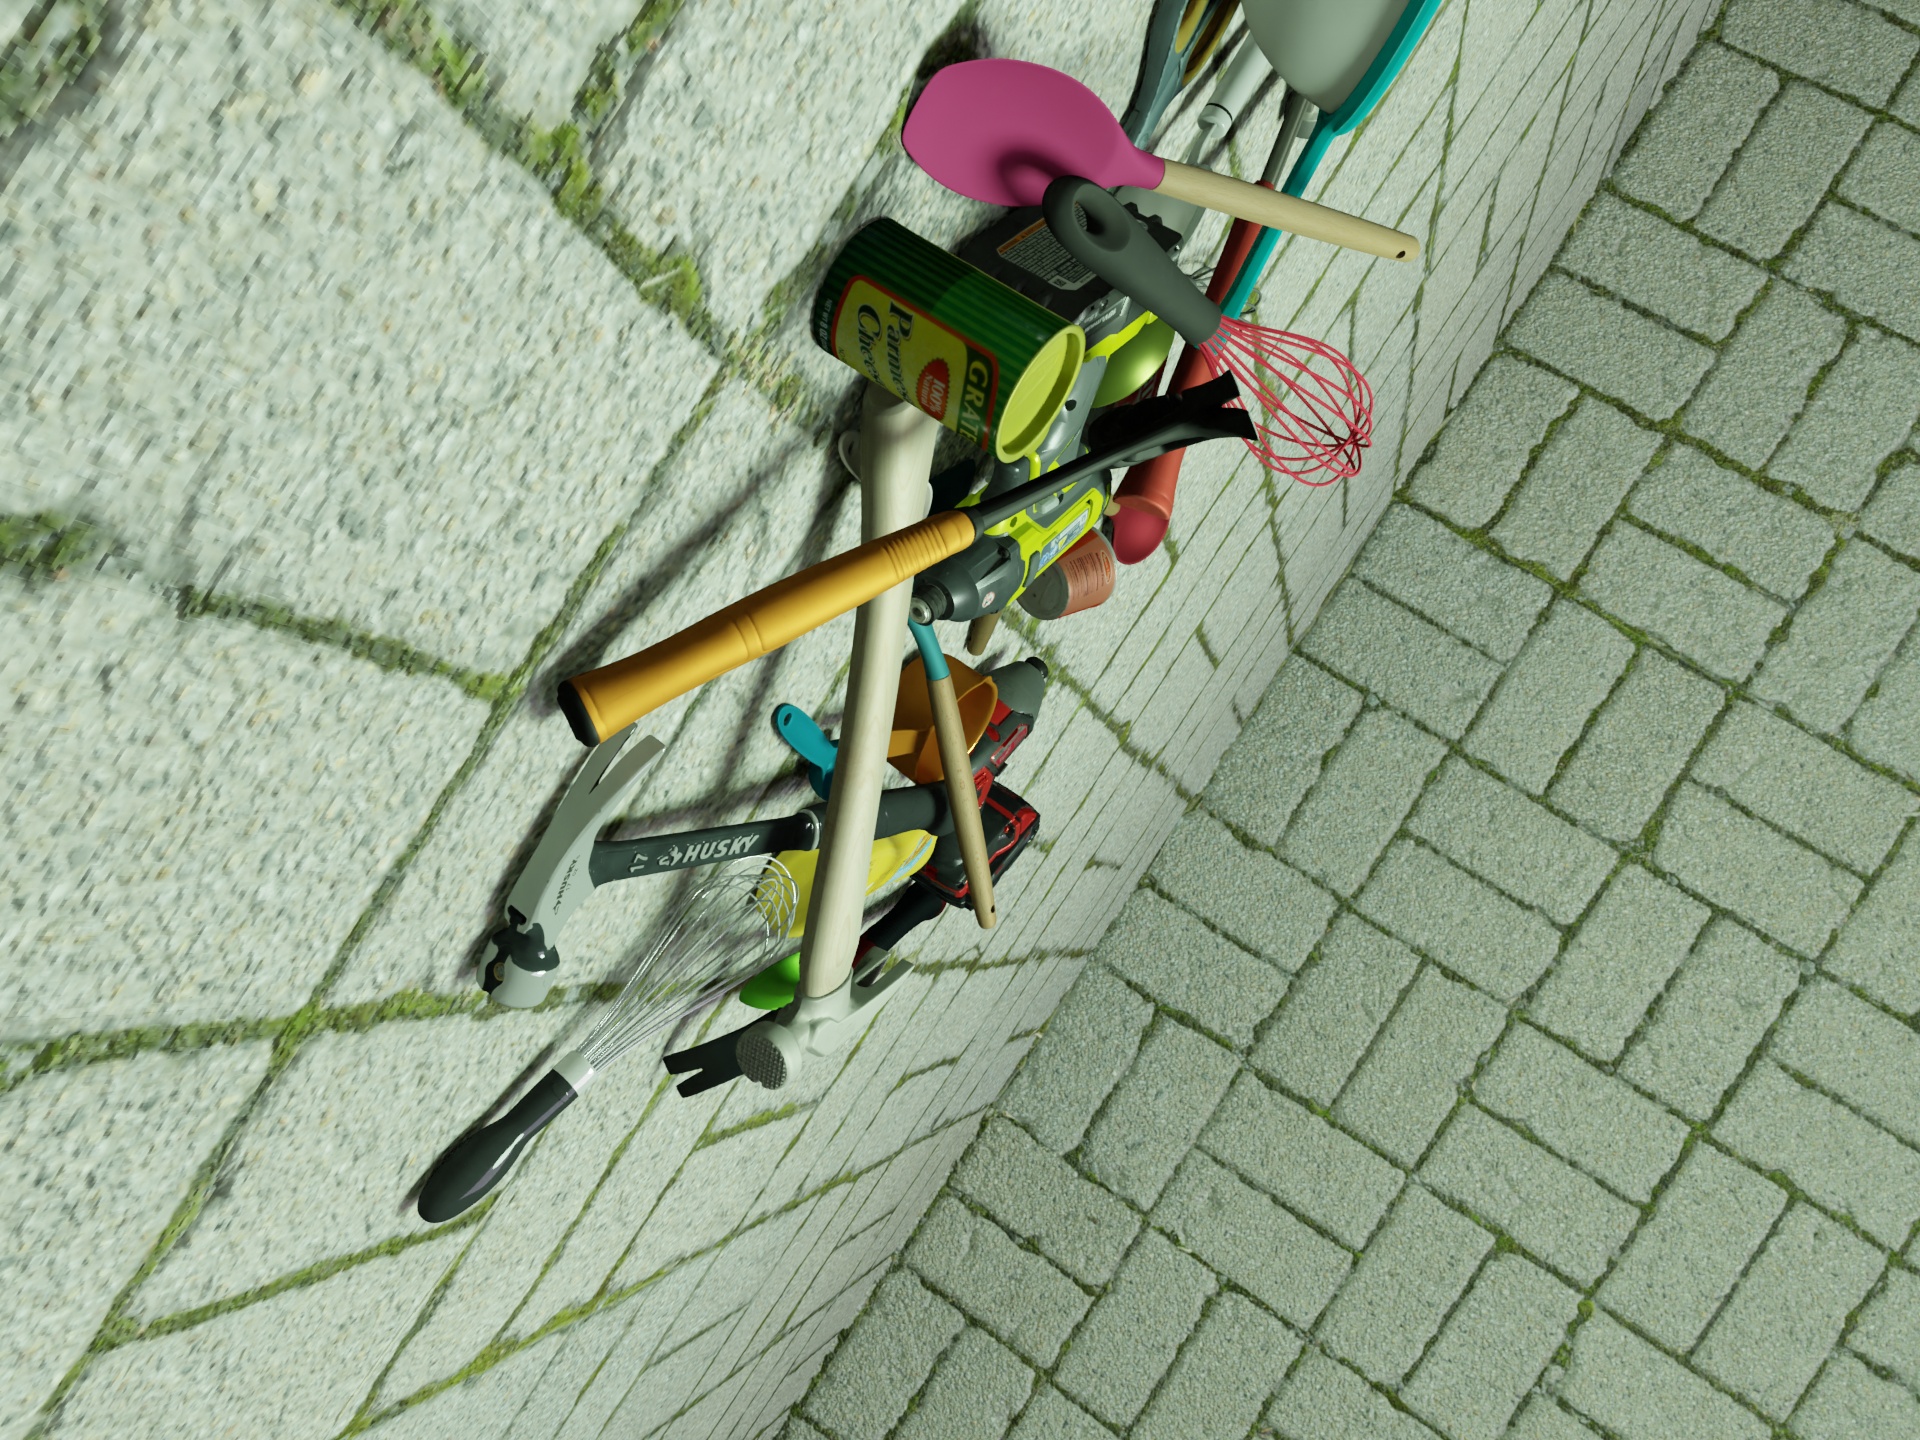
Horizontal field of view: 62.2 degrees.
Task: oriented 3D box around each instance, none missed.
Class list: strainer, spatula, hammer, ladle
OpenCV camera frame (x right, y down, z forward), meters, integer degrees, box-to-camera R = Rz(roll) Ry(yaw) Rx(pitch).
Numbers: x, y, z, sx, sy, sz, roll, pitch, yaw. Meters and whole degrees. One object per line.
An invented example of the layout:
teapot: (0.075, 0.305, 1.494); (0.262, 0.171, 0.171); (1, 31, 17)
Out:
strainer: (0.173, -0.360, 0.821); (0.211, 0.095, 0.340); (-77, -168, -64)
spatula: (-0.002, -0.003, 1.003); (0.082, 0.044, 0.317); (-39, 125, -47)
hammer: (-0.098, 0.060, 0.918); (0.408, 0.036, 0.149); (-5, 126, -61)
ladle: (0.110, -0.166, 1.221); (0.069, 0.031, 0.315); (-61, 163, 8)
hammer: (-0.024, -0.075, 0.725); (0.337, 0.034, 0.127); (-28, -168, -18)
ladle: (0.061, -0.148, 1.052); (0.320, 0.062, 0.078); (112, -18, -49)
hammer: (-0.048, 0.005, 0.875); (0.146, 0.038, 0.410); (-32, 138, -55)
hammer: (-0.096, 0.195, 1.257); (0.143, 0.038, 0.386); (-26, -179, 16)
hammer: (0.173, -0.290, 0.988); (0.149, 0.037, 0.359); (75, 36, -72)
strainer: (0.142, -0.344, 0.926); (0.258, 0.050, 0.087); (-60, -157, -12)

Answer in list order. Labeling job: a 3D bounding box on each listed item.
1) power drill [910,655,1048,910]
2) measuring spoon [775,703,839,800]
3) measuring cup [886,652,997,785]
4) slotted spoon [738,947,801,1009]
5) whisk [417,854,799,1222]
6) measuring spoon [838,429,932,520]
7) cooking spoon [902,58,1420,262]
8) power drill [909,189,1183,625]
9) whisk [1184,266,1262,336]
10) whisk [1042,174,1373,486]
power drill: (0.016, 0.047, 1.284); (0.143, 0.078, 0.219); (-49, 160, -29)
measuring spoon: (-0.096, 0.014, 0.980); (0.042, 0.021, 0.128); (-62, 157, -12)
measuring cup: (-0.041, -0.001, 1.050); (0.173, 0.052, 0.095); (-7, 130, -61)
slotted spoon: (-0.103, 0.164, 1.125); (0.070, 0.031, 0.314); (-32, 179, 1)
whisk: (-0.200, 0.181, 0.925); (0.284, 0.070, 0.070); (-43, 161, -26)
measuring spoon: (-0.045, -0.129, 0.845); (0.034, 0.018, 0.124); (-64, 159, -4)
cooking spoon: (0.111, -0.254, 0.756); (0.318, 0.017, 0.068); (2, 142, -35)
power drill: (0.037, -0.161, 0.871); (0.171, 0.080, 0.223); (-44, 157, -38)
whisk: (0.150, -0.286, 1.059); (0.239, 0.055, 0.055); (-14, 136, -63)
whisk: (0.132, -0.193, 0.805); (0.295, 0.073, 0.073); (23, 101, -47)
